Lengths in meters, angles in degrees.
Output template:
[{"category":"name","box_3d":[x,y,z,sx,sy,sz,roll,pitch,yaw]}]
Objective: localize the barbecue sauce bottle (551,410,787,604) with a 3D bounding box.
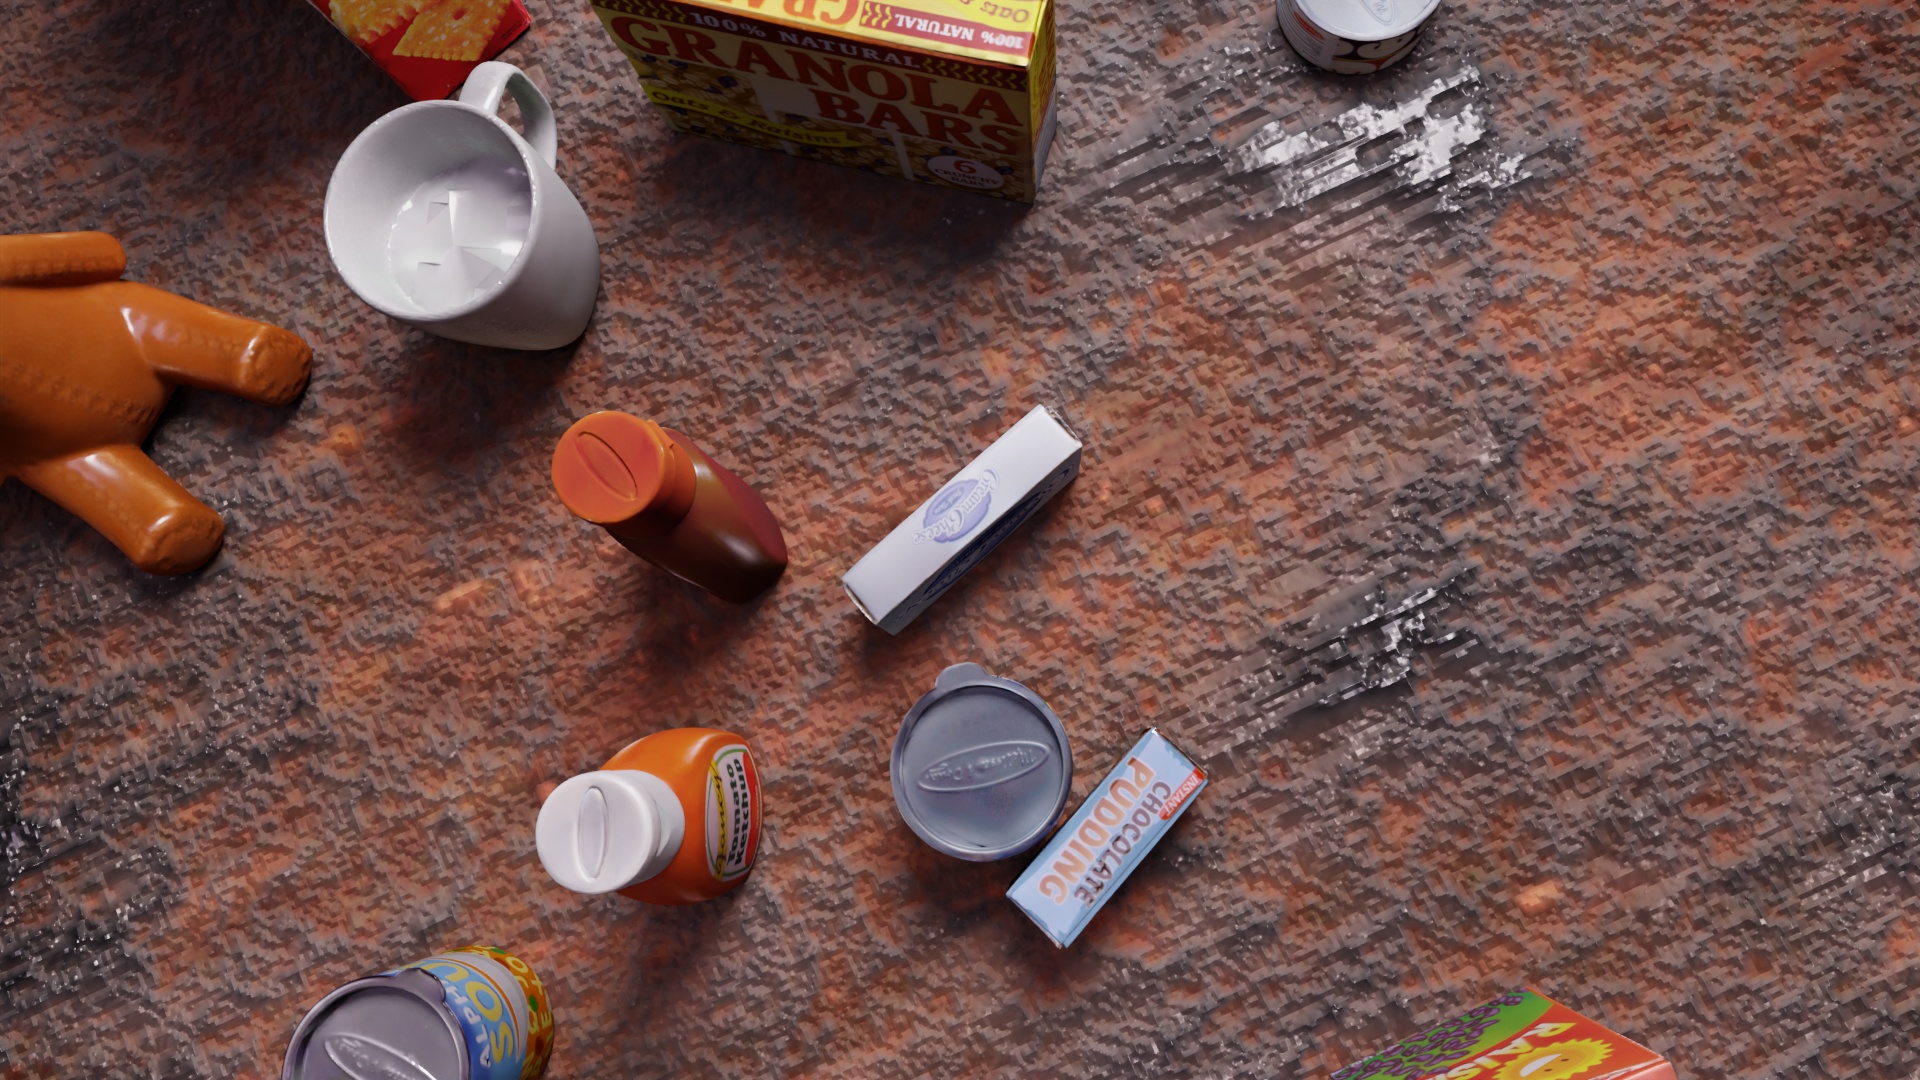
[{"category":"barbecue sauce bottle","box_3d":[-0.104,-0.013,0.503,0.044,0.148,0.065,-41,81,-2]}]

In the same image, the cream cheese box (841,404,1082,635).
[{"category":"cream cheese box","box_3d":[0.002,-0.007,0.542,0.104,0.053,0.024,-41,81,-3]}]

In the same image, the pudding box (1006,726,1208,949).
[{"category":"pudding box","box_3d":[0.055,0.111,0.523,0.030,0.049,0.084,41,86,9]}]

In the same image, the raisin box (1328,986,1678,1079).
[{"category":"raisin box","box_3d":[0.180,0.192,0.464,0.086,0.123,0.040,-23,81,1]}]

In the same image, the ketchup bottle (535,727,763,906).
[{"category":"ketchup bottle","box_3d":[-0.105,0.098,0.485,0.043,0.148,0.065,-3,82,4]}]

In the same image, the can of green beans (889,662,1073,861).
[{"category":"can of green beans","box_3d":[0.009,0.085,0.525,0.071,0.057,0.071,-1,82,4]}]

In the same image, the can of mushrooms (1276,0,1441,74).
[{"category":"can of mushrooms","box_3d":[0.168,-0.231,0.576,0.071,0.033,0.071,-1,81,4]}]

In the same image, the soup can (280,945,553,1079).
[{"category":"soup can","box_3d":[-0.194,0.185,0.511,0.071,0.083,0.071,-1,82,4]}]

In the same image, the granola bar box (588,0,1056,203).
[{"category":"granola bar box","box_3d":[-0.048,-0.185,0.537,0.166,0.124,0.039,13,83,6]}]
